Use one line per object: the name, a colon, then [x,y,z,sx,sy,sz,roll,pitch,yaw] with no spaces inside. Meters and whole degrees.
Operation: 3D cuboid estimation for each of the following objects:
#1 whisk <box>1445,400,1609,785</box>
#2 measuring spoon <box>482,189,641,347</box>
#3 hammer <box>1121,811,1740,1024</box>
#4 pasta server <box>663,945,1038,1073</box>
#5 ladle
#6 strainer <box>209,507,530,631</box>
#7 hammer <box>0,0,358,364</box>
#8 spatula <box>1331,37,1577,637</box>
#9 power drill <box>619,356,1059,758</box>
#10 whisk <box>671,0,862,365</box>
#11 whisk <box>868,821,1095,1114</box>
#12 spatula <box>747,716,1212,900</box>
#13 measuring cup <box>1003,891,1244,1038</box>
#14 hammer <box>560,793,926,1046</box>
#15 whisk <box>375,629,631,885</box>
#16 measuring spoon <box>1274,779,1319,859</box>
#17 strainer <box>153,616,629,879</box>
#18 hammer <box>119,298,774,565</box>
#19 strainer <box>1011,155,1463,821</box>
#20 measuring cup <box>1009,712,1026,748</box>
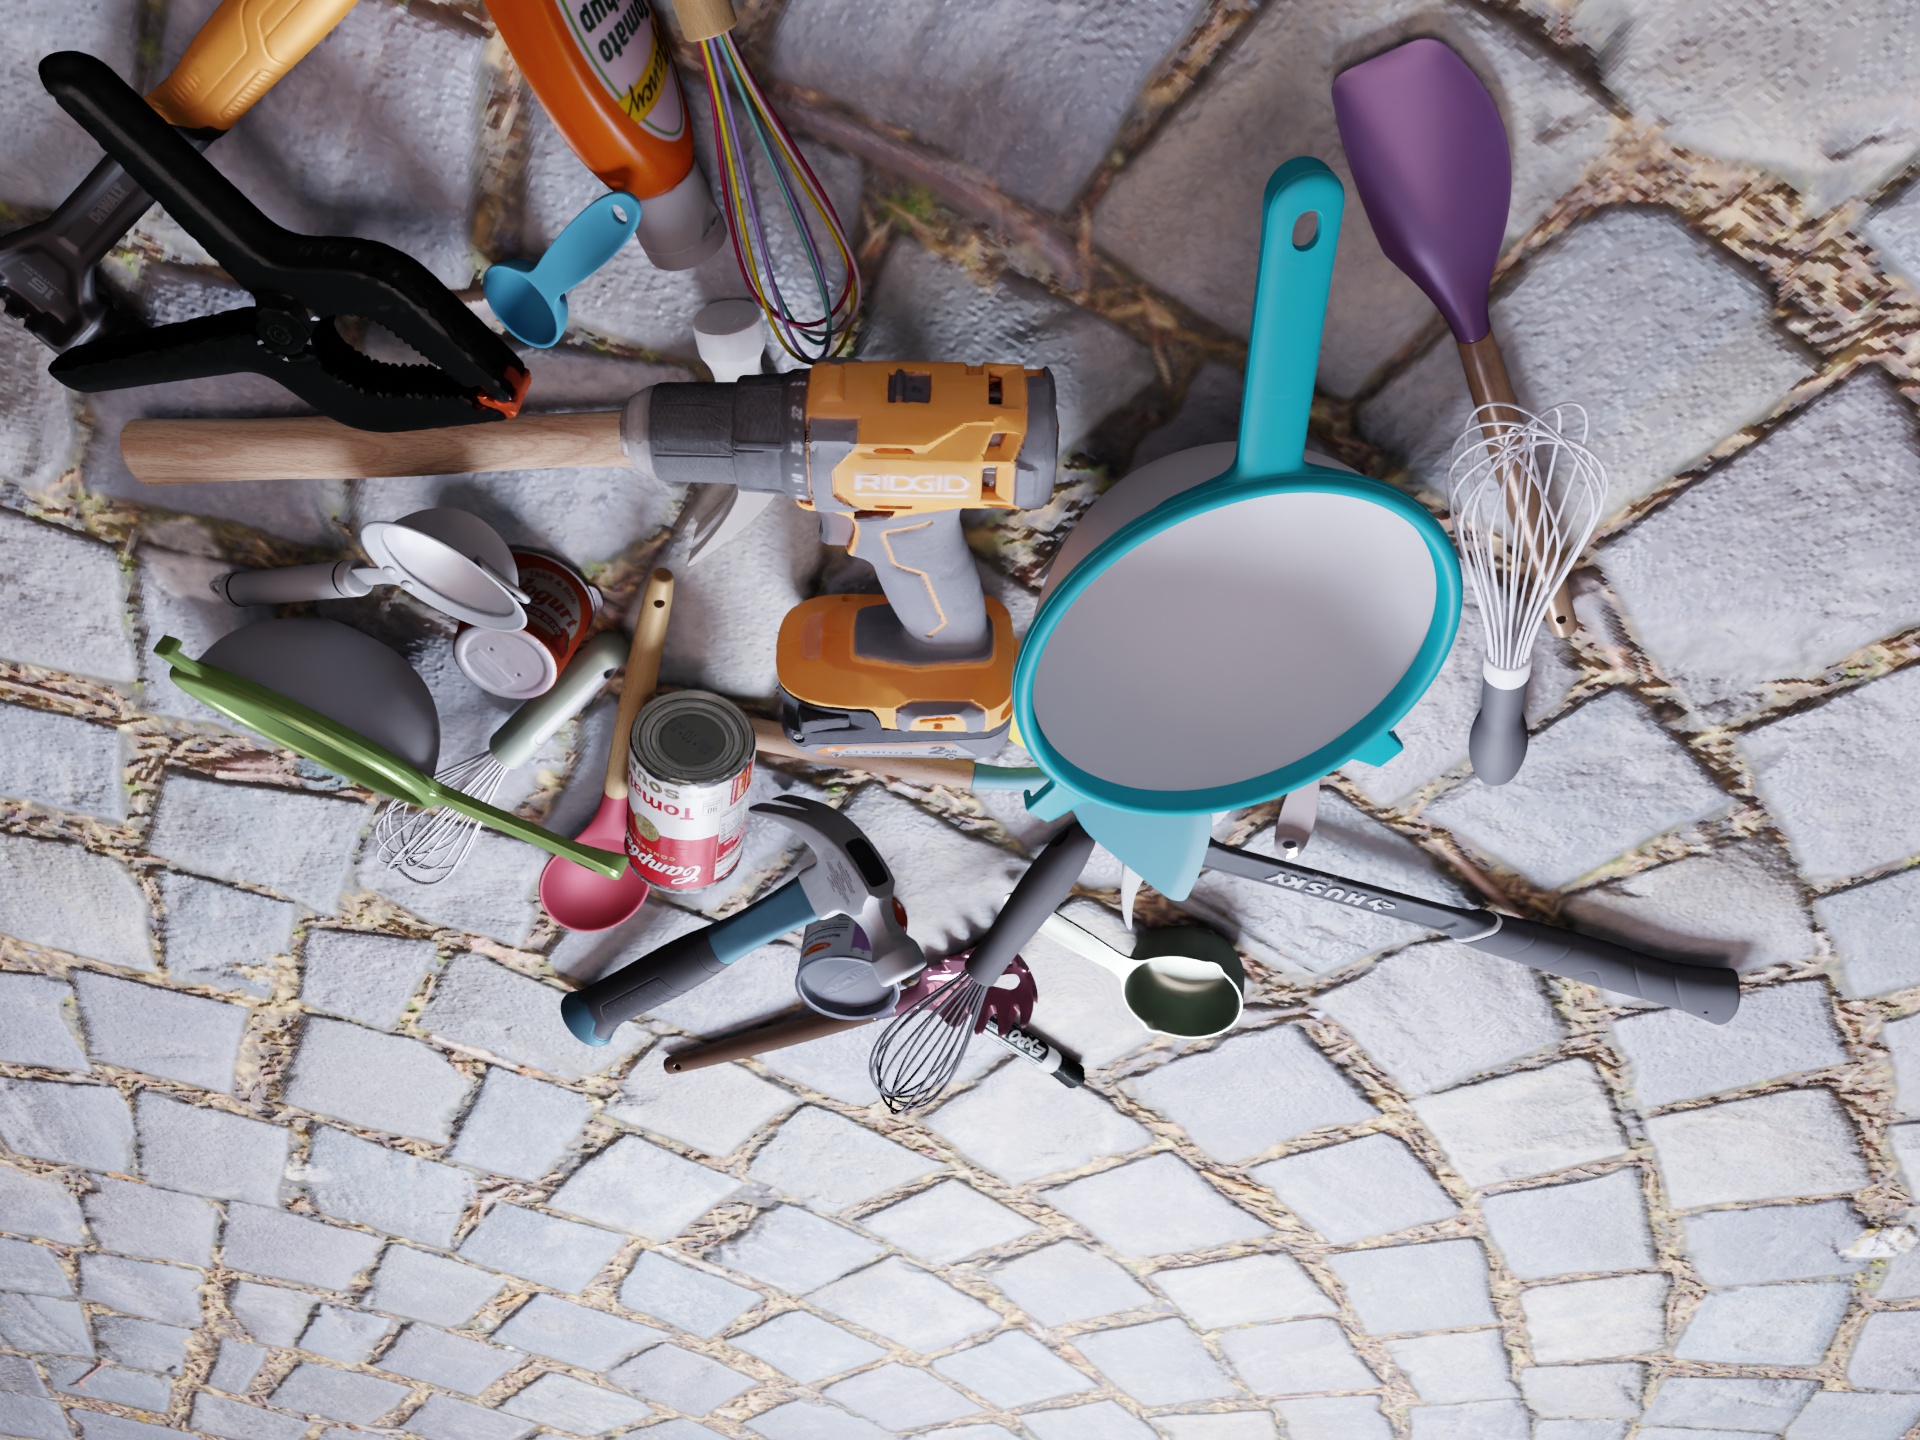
whisk: [0.265,-0.046,0.761,0.070,0.070,0.284,-5,145,12]
measuring spoon: [-0.163,-0.198,0.677,0.128,0.021,0.042,-17,120,49]
hammer: [0.288,0.122,0.952,0.408,0.036,0.149,16,143,-12]
pasta server: [-0.082,0.207,1.084,0.316,0.040,0.060,-20,100,26]
ladle: [-0.195,0.025,0.910,0.069,0.031,0.315,1,141,-21]
strainer: [-0.299,-0.075,0.798,0.258,0.050,0.086,-1,146,33]
hammer: [-0.309,-0.265,0.644,0.337,0.034,0.127,-27,127,29]
spatula: [0.235,-0.151,0.703,0.060,0.018,0.315,-16,130,21]
power drill: [-0.053,-0.075,0.742,0.185,0.084,0.226,1,144,-1]
whisk: [-0.089,-0.253,0.630,0.047,0.051,0.244,-26,128,-9]
whisk: [0.014,0.153,0.981,0.055,0.055,0.239,27,112,-19]
spatula: [-0.020,0.033,0.889,0.317,0.044,0.082,11,137,2]
measuring cup: [0.104,0.141,1.003,0.167,0.038,0.083,30,131,-5]
hammer: [-0.157,0.146,1.000,0.331,0.033,0.128,-31,82,41]
whisk: [-0.265,0.023,0.918,0.246,0.058,0.059,-38,86,31]
measuring spoon: [0.194,0.040,0.905,0.034,0.018,0.124,4,142,4]
strainer: [-0.289,0.007,0.859,0.256,0.069,0.151,24,164,-4]
hammer: [-0.245,-0.132,0.770,0.331,0.031,0.129,-1,134,8]
strainer: [0.118,-0.101,0.705,0.211,0.095,0.340,-9,136,-7]
measuring cup: [-0.001,-0.003,0.870,0.156,0.029,0.062,-5,134,10]
